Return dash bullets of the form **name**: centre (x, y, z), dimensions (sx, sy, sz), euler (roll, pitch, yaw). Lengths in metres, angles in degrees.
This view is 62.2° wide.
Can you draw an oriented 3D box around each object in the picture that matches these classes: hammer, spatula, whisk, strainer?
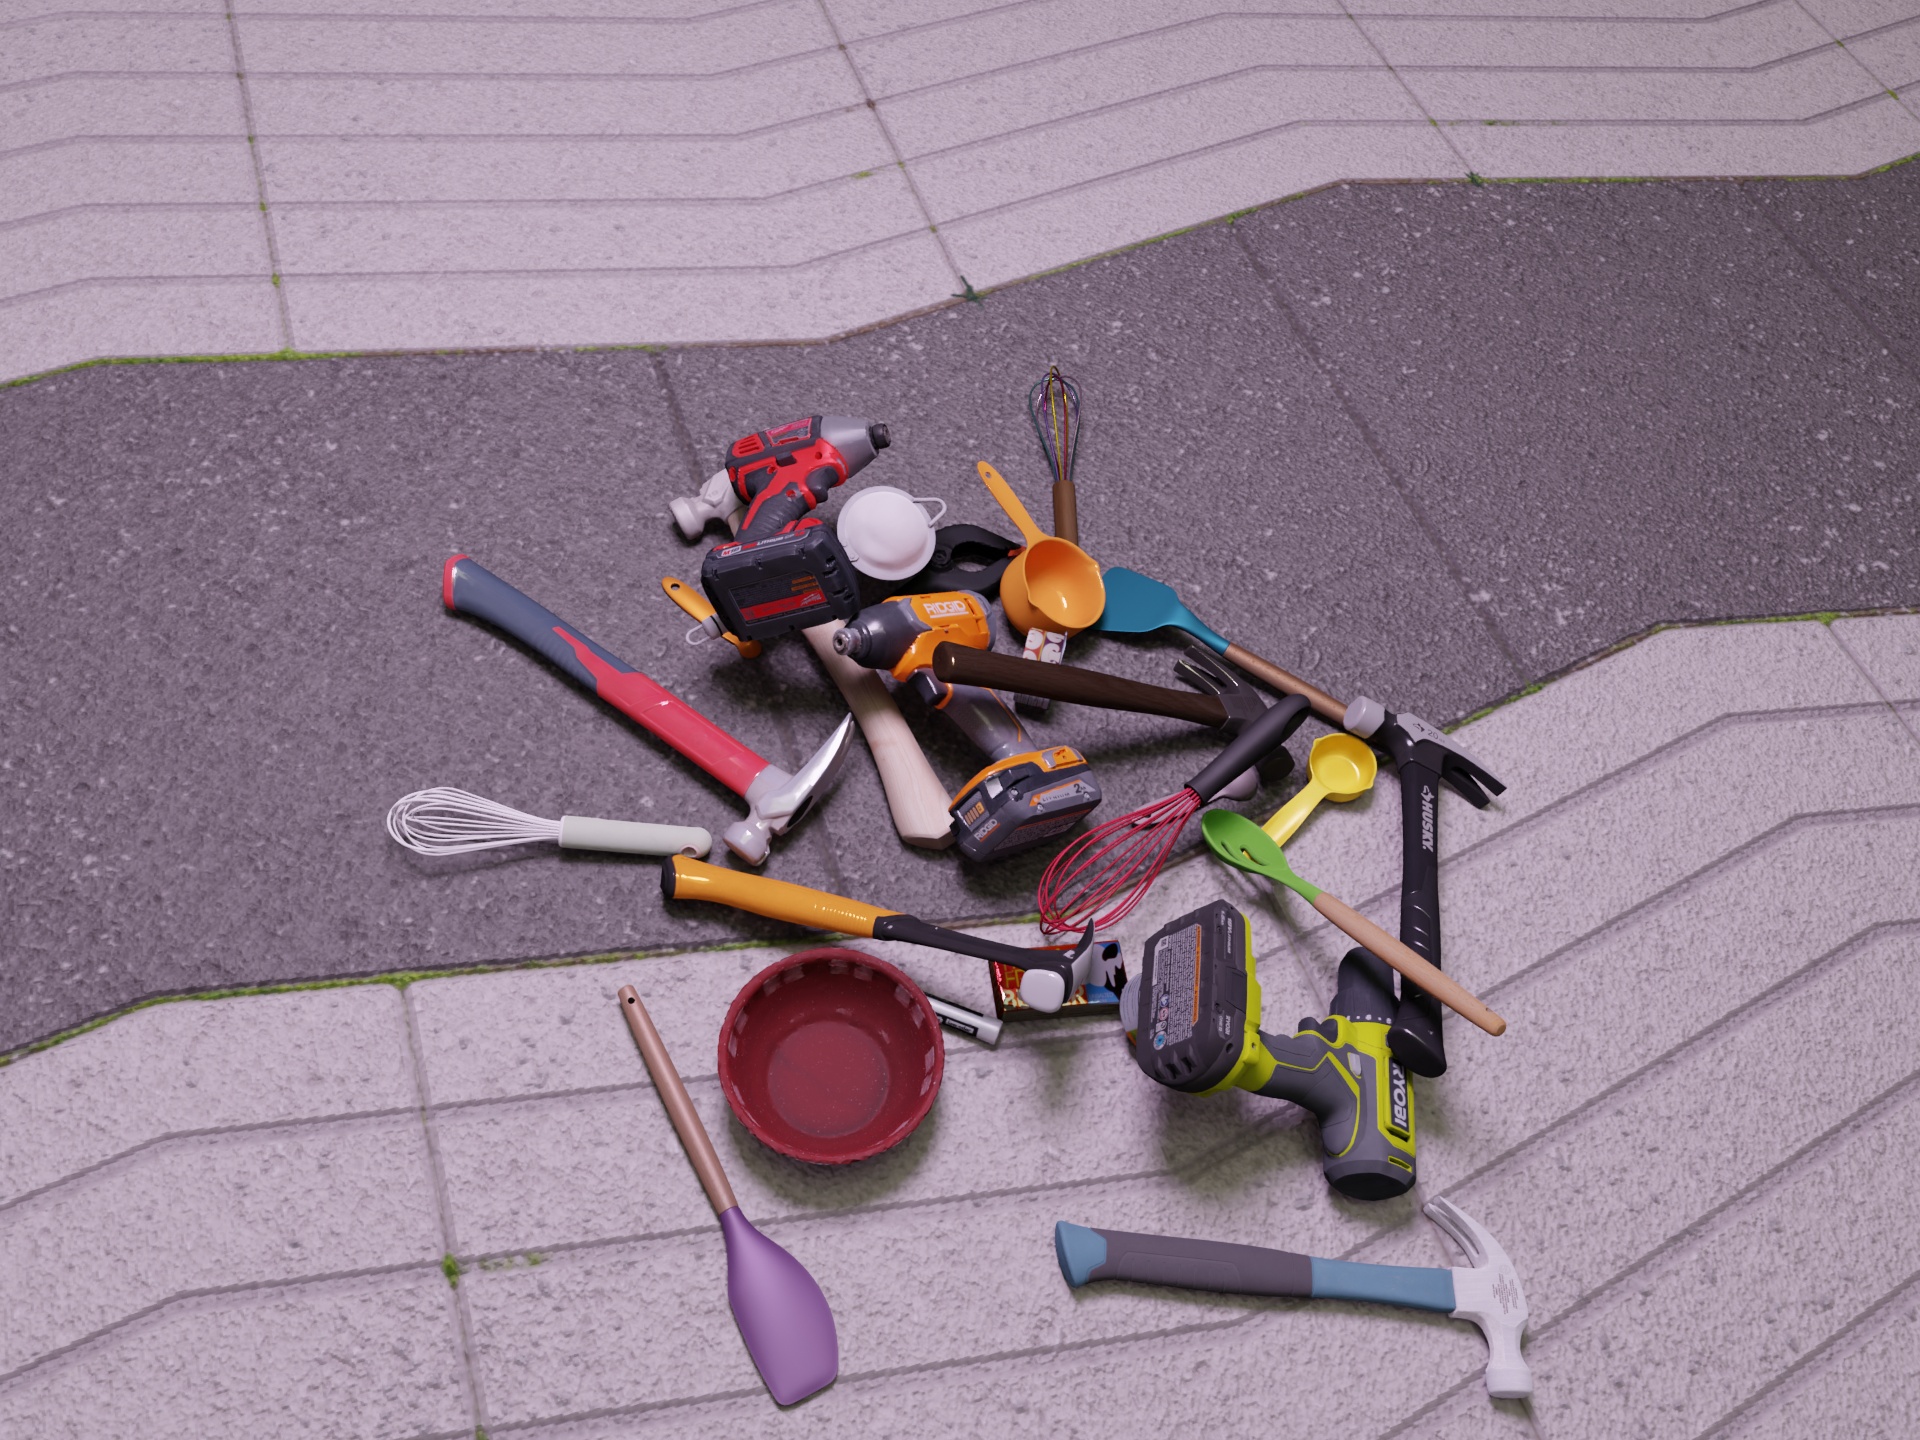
- **hammer**: centre (0.123, -0.025, 1.300), dimensions (0.331, 0.031, 0.130), euler (9, 41, -31)
- **hammer**: centre (-0.067, 0.147, 1.190), dimensions (0.337, 0.034, 0.127), euler (11, 13, 16)
- **spatula**: centre (-0.170, 0.319, 1.110), dimensions (0.060, 0.018, 0.316), euler (-22, 63, -22)
- **hammer**: centre (0.366, 0.131, 1.250), dimensions (0.146, 0.035, 0.335), euler (26, 46, -12)
- **hammer**: centre (0.229, 0.387, 1.108), dimensions (0.331, 0.033, 0.128), euler (7, 56, -3)
- **whisk**: centre (-0.317, 0.085, 1.234), dimensions (0.246, 0.057, 0.059), euler (6, 47, -9)
- **whisk**: centre (0.172, 0.072, 1.266), dimensions (0.296, 0.073, 0.073), euler (-39, 68, -14)
- **strainer**: centre (-0.117, -0.129, 1.338), dimensions (0.258, 0.050, 0.087), euler (-31, 84, -14)
- **spatula**: centre (0.256, -0.046, 1.414), dimensions (0.317, 0.044, 0.082), euler (30, 59, 7)
- **hammer**: centre (-0.100, -0.070, 1.355), dimensions (0.146, 0.038, 0.411), euler (-30, 66, -5)
- **hammer**: centre (-0.271, -0.041, 1.315), dimensions (0.386, 0.038, 0.143), euler (33, 72, 17)
- **whisk**: centre (0.095, -0.241, 1.512), dimensions (0.051, 0.047, 0.245), euler (3, 59, -7)

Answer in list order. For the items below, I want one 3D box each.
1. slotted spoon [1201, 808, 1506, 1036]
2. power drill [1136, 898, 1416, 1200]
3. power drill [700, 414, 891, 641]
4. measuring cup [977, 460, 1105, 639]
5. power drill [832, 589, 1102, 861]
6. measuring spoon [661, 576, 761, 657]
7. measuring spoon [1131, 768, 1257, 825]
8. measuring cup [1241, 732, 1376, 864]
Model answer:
- **slotted spoon**: centre (0.286, 0.148, 1.196), dimensions (0.070, 0.031, 0.314), euler (2, 22, -33)
- **power drill**: centre (0.240, 0.221, 1.153), dimensions (0.228, 0.080, 0.191), euler (29, 49, -25)
- **power drill**: centre (-0.131, -0.172, 1.305), dimensions (0.143, 0.078, 0.220), euler (-12, 42, 14)
- **measuring cup**: centre (0.054, -0.146, 1.404), dimensions (0.095, 0.052, 0.173), euler (-32, 86, -39)
- **power drill**: centre (-0.002, -0.004, 1.270), dimensions (0.164, 0.084, 0.227), euler (-10, 62, -48)
- **measuring spoon**: centre (-0.218, -0.093, 1.386), dimensions (0.117, 0.011, 0.021), euler (38, 59, 17)
- **measuring spoon**: centre (0.197, 0.062, 1.332), dimensions (0.124, 0.018, 0.034), euler (-18, 60, -22)
- **measuring cup**: centre (0.288, 0.074, 1.340), dimensions (0.156, 0.029, 0.062), euler (-42, 71, -17)
